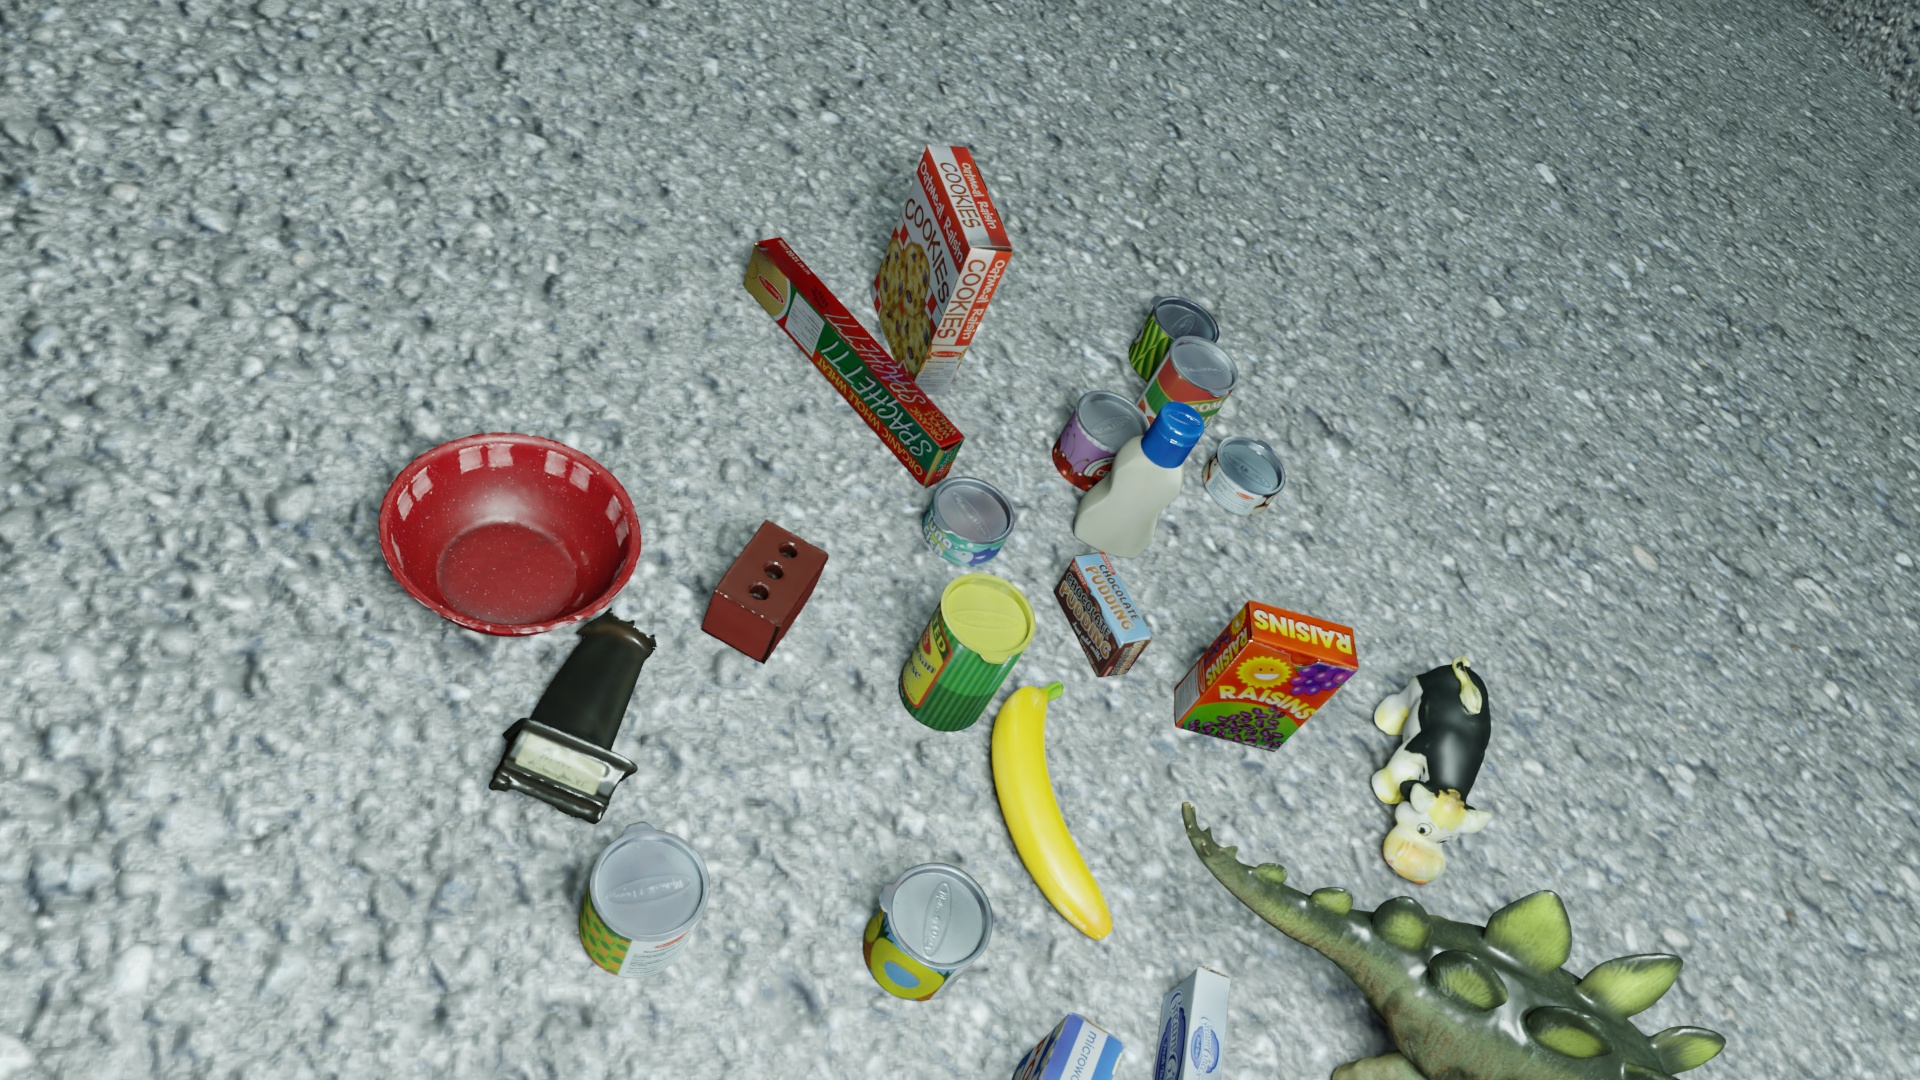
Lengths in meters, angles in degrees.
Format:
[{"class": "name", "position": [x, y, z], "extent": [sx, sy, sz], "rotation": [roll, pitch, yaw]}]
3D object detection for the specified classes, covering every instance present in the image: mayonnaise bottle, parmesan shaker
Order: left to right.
[{"class": "parmesan shaker", "position": [0.002, 0.080, 0.947], "extent": [0.071, 0.102, 0.072], "rotation": [12, 49, -14]}, {"class": "mayonnaise bottle", "position": [0.142, -0.047, 1.083], "extent": [0.065, 0.147, 0.041], "rotation": [21, 47, -7]}]

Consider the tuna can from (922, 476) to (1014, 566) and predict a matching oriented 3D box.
[{"class": "tuna can", "position": [0.004, -0.013, 1.073], "extent": [0.071, 0.032, 0.071], "rotation": [12, 49, -14]}]

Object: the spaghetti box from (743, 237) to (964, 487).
[{"class": "spaghetti box", "position": [-0.090, -0.147, 1.130], "extent": [0.029, 0.050, 0.250], "rotation": [-27, 67, -38]}]

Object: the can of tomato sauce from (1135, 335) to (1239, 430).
[{"class": "can of tomato sauce", "position": [0.197, -0.125, 1.216], "extent": [0.071, 0.082, 0.071], "rotation": [12, 49, -14]}]

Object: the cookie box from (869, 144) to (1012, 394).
[{"class": "cookie box", "position": [-0.018, -0.220, 1.142], "extent": [0.040, 0.166, 0.123], "rotation": [-3, 54, -26]}]

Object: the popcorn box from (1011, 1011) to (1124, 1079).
[{"class": "popcorn box", "position": [0.040, 0.335, 0.766], "extent": [0.038, 0.084, 0.127], "rotation": [31, 47, 3]}]

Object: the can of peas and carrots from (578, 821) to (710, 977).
[{"class": "can of peas and carrots", "position": [-0.182, 0.206, 0.793], "extent": [0.071, 0.058, 0.071], "rotation": [12, 49, -14]}]

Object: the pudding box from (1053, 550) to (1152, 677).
[{"class": "pudding box", "position": [0.107, 0.055, 1.050], "extent": [0.030, 0.049, 0.084], "rotation": [-8, 57, -29]}]

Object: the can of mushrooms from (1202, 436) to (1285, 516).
[{"class": "can of mushrooms", "position": [0.249, -0.057, 1.217], "extent": [0.071, 0.033, 0.071], "rotation": [12, 49, -14]}]

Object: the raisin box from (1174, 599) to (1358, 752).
[{"class": "raisin box", "position": [0.220, 0.101, 1.012], "extent": [0.086, 0.122, 0.040], "rotation": [16, 48, -11]}]

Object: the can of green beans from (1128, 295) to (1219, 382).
[{"class": "can of green beans", "position": [0.196, -0.182, 1.279], "extent": [0.071, 0.057, 0.071], "rotation": [12, 49, -14]}]

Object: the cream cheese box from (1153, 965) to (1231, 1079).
[{"class": "cream cheese box", "position": [0.138, 0.318, 0.845], "extent": [0.024, 0.053, 0.104], "rotation": [23, 47, -5]}]

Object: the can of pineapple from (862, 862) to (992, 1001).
[{"class": "can of pineapple", "position": [-0.022, 0.236, 0.839], "extent": [0.071, 0.057, 0.071], "rotation": [12, 49, -14]}]

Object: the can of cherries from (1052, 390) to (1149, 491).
[{"class": "can of cherries", "position": [0.118, -0.080, 1.161], "extent": [0.071, 0.058, 0.072], "rotation": [12, 49, -14]}]
